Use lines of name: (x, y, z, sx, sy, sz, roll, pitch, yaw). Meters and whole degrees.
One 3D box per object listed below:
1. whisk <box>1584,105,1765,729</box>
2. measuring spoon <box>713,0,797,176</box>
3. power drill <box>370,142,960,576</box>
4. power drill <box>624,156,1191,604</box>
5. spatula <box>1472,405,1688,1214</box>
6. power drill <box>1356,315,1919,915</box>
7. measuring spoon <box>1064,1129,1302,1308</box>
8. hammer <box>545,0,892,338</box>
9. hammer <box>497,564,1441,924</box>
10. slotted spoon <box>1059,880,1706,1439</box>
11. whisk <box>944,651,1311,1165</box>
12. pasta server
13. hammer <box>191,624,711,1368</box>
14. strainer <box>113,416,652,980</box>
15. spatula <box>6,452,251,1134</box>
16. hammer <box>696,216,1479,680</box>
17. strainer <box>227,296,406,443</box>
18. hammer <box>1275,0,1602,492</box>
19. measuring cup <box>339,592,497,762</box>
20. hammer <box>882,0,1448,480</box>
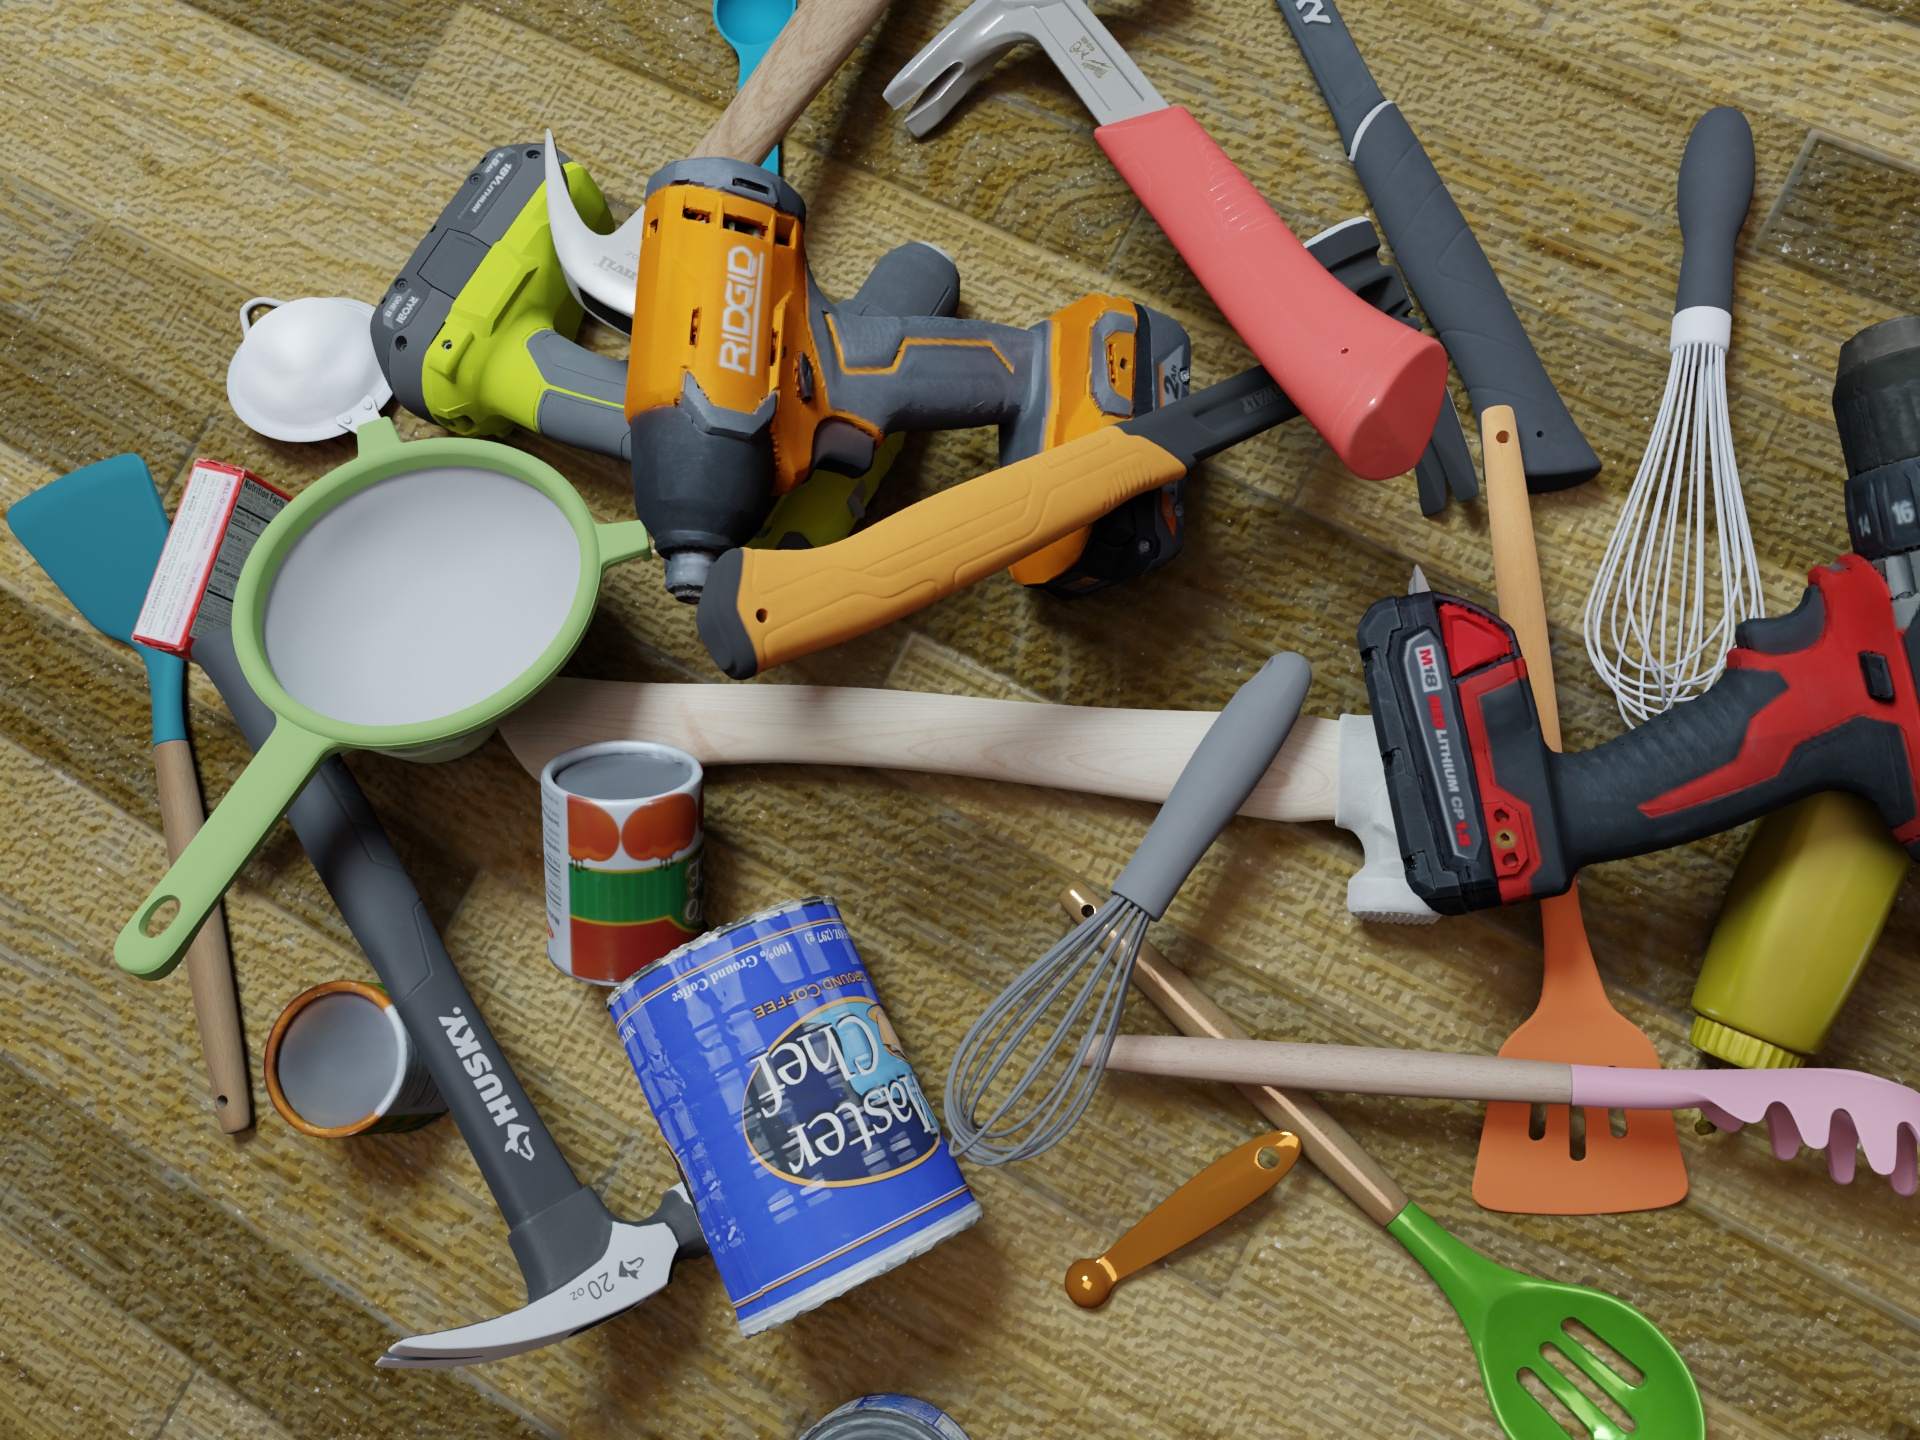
whisk: (0.301, -0.129, 0.656, 0.070, 0.070, 0.285, 9, 75, 11)
measuring spoon: (-0.097, -0.302, 0.778, 0.042, 0.021, 0.128, -2, 88, 10)
power drill: (-0.128, -0.168, 0.723, 0.228, 0.080, 0.190, 28, 80, 12)
power drill: (-0.022, -0.112, 0.632, 0.226, 0.084, 0.164, 9, 78, -27)
spatula: (0.231, 0.032, 0.634, 0.081, 0.041, 0.323, -5, 79, 10)
power drill: (0.260, -0.029, 0.561, 0.227, 0.080, 0.188, -12, 83, 17)
measuring spoon: (0.088, 0.199, 0.633, 0.117, 0.011, 0.021, -39, 74, 12)
hammer: (-0.071, -0.304, 0.721, 0.130, 0.031, 0.331, 27, 69, 8)
hammer: (-0.001, -0.002, 0.688, 0.410, 0.038, 0.146, 4, 78, 11)
slotted spoon: (0.155, 0.174, 0.631, 0.314, 0.031, 0.070, 44, 91, 17)
whisk: (0.068, 0.070, 0.616, 0.055, 0.055, 0.239, 33, 80, 14)
pasta server: (0.199, 0.142, 0.595, 0.316, 0.060, 0.040, 1, 72, 17)
hammer: (-0.231, 0.100, 0.653, 0.335, 0.146, 0.035, 56, 135, 12)
strainer: (-0.243, 0.001, 0.650, 0.151, 0.069, 0.256, 22, 66, 15)
spatula: (-0.372, 0.035, 0.739, 0.082, 0.044, 0.318, -20, 77, 13)
hammer: (0.057, -0.087, 0.604, 0.337, 0.034, 0.127, -26, 94, -25)
strainer: (-0.270, -0.130, 0.758, 0.087, 0.050, 0.258, -42, 78, -15)
hammer: (0.181, -0.282, 0.715, 0.149, 0.036, 0.409, -23, 76, 3)
measuring cup: (-0.277, 0.012, 0.732, 0.167, 0.038, 0.083, -40, 75, 2)
hammer: (0.077, -0.209, 0.621, 0.149, 0.036, 0.360, -36, 47, 16)
